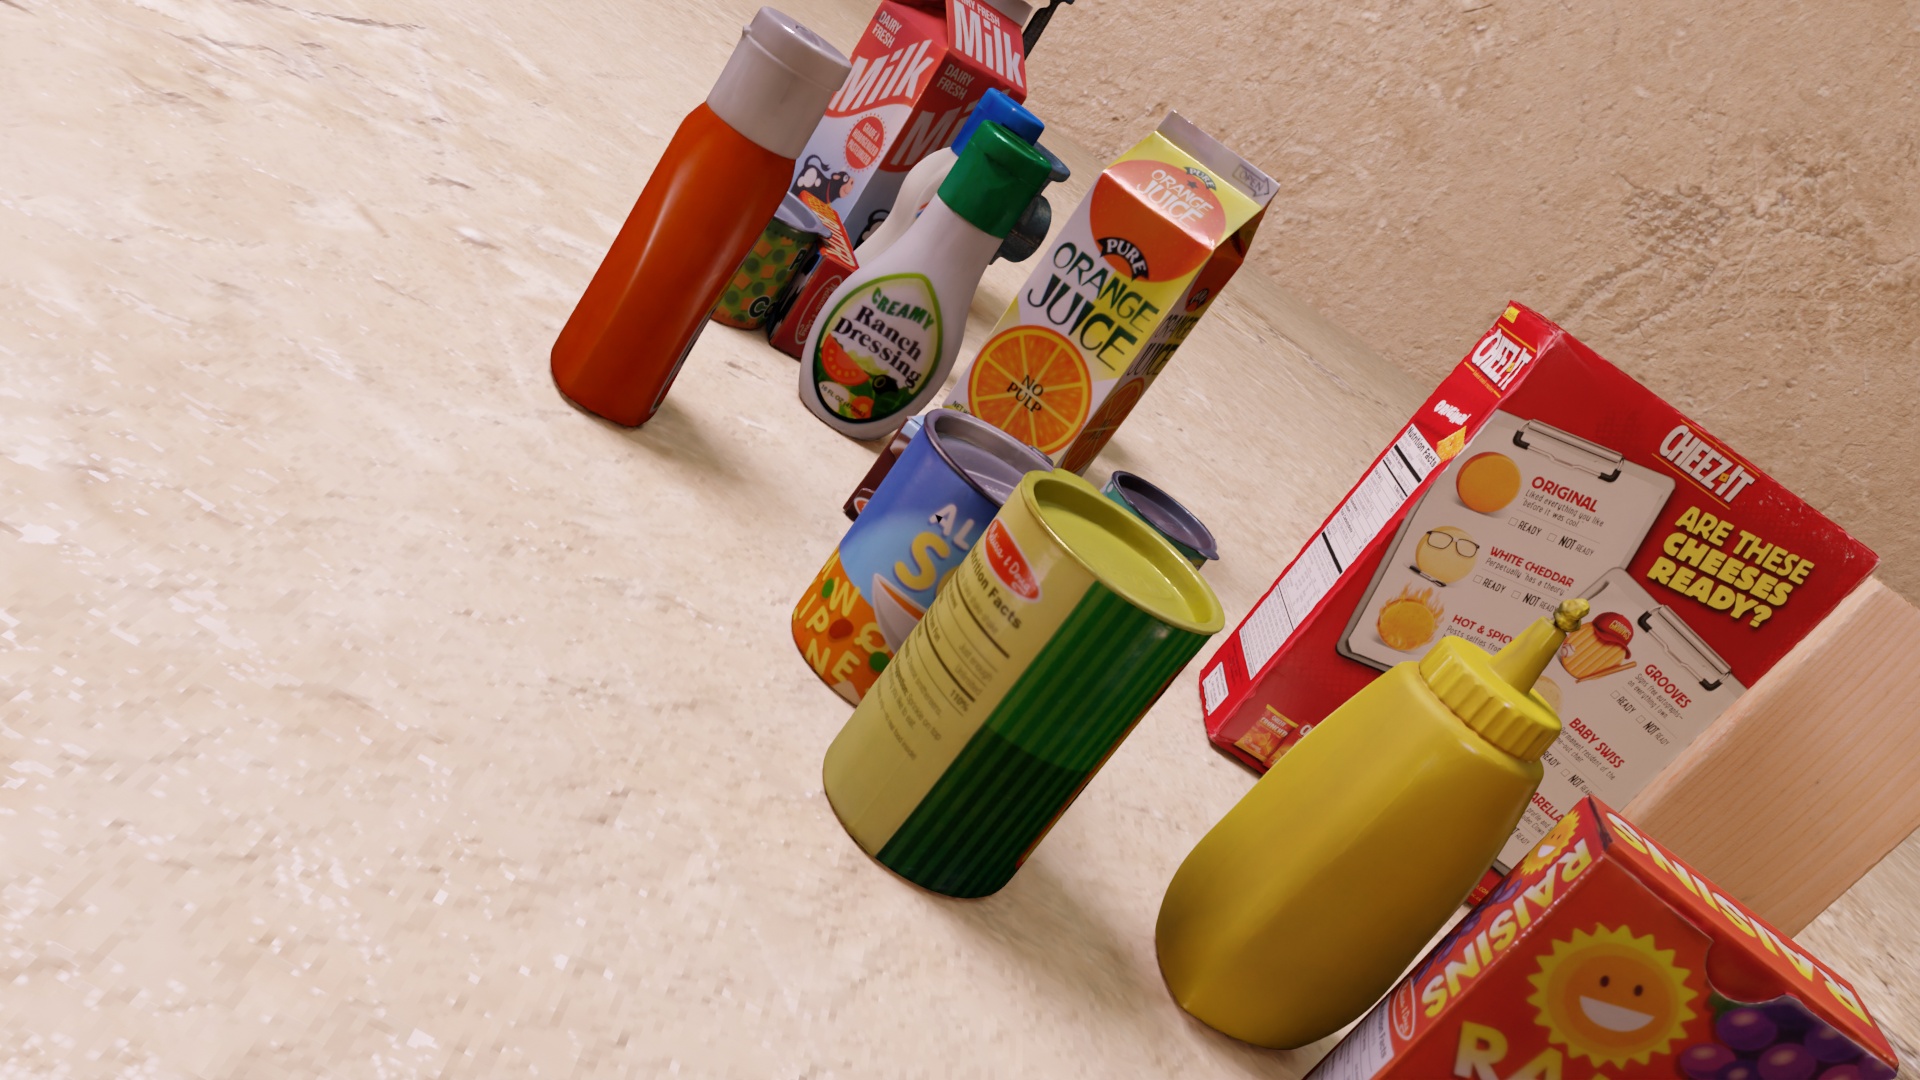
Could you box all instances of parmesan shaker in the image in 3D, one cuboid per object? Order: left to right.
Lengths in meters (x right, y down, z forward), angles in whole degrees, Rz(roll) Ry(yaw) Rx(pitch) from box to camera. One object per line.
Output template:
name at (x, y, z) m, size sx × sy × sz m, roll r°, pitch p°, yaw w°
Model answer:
parmesan shaker at (0.015, 0.039, 0.388) m, size 0.071 × 0.102 × 0.071 m, roll 31°, pitch 20°, yaw -13°

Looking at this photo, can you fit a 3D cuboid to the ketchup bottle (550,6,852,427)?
ketchup bottle at (-0.093, -0.114, 0.491) m, size 0.043 × 0.148 × 0.065 m, roll 28°, pitch 21°, yaw -22°

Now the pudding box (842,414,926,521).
pudding box at (0.002, -0.007, 0.548) m, size 0.084 × 0.049 × 0.030 m, roll 39°, pitch 20°, yaw 10°

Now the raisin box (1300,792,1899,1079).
raisin box at (0.160, 0.140, 0.365) m, size 0.086 × 0.123 × 0.040 m, roll 38°, pitch 20°, yaw 5°

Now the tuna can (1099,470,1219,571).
tuna can at (0.097, -0.002, 0.713) m, size 0.071 × 0.032 × 0.071 m, roll 31°, pitch 20°, yaw -13°

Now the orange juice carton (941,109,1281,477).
orange juice carton at (0.080, -0.125, 0.727) m, size 0.072 × 0.192 × 0.073 m, roll 41°, pitch 20°, yaw 14°

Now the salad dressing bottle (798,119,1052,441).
salad dressing bottle at (-0.016, -0.114, 0.615) m, size 0.064 × 0.147 × 0.044 m, roll 35°, pitch 20°, yaw -3°

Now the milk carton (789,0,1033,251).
milk carton at (-0.031, -0.242, 0.814) m, size 0.072 × 0.190 × 0.074 m, roll 12°, pitch 31°, yaw -49°

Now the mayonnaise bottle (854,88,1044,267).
mayonnaise bottle at (-0.011, -0.170, 0.746) m, size 0.065 × 0.147 × 0.041 m, roll 26°, pitch 22°, yaw -27°

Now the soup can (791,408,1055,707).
soup can at (-0.005, 0.012, 0.446) m, size 0.071 × 0.083 × 0.071 m, roll 31°, pitch 20°, yaw -13°

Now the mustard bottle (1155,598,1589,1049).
mustard bottle at (0.122, 0.076, 0.394) m, size 0.065 × 0.159 × 0.049 m, roll 27°, pitch 21°, yaw -23°

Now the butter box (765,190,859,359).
butter box at (-0.078, -0.135, 0.699) m, size 0.024 × 0.053 × 0.104 m, roll 26°, pitch 22°, yaw -25°

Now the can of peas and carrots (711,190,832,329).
can of peas and carrots at (-0.106, -0.141, 0.660) m, size 0.071 × 0.058 × 0.071 m, roll 31°, pitch 20°, yaw -13°
